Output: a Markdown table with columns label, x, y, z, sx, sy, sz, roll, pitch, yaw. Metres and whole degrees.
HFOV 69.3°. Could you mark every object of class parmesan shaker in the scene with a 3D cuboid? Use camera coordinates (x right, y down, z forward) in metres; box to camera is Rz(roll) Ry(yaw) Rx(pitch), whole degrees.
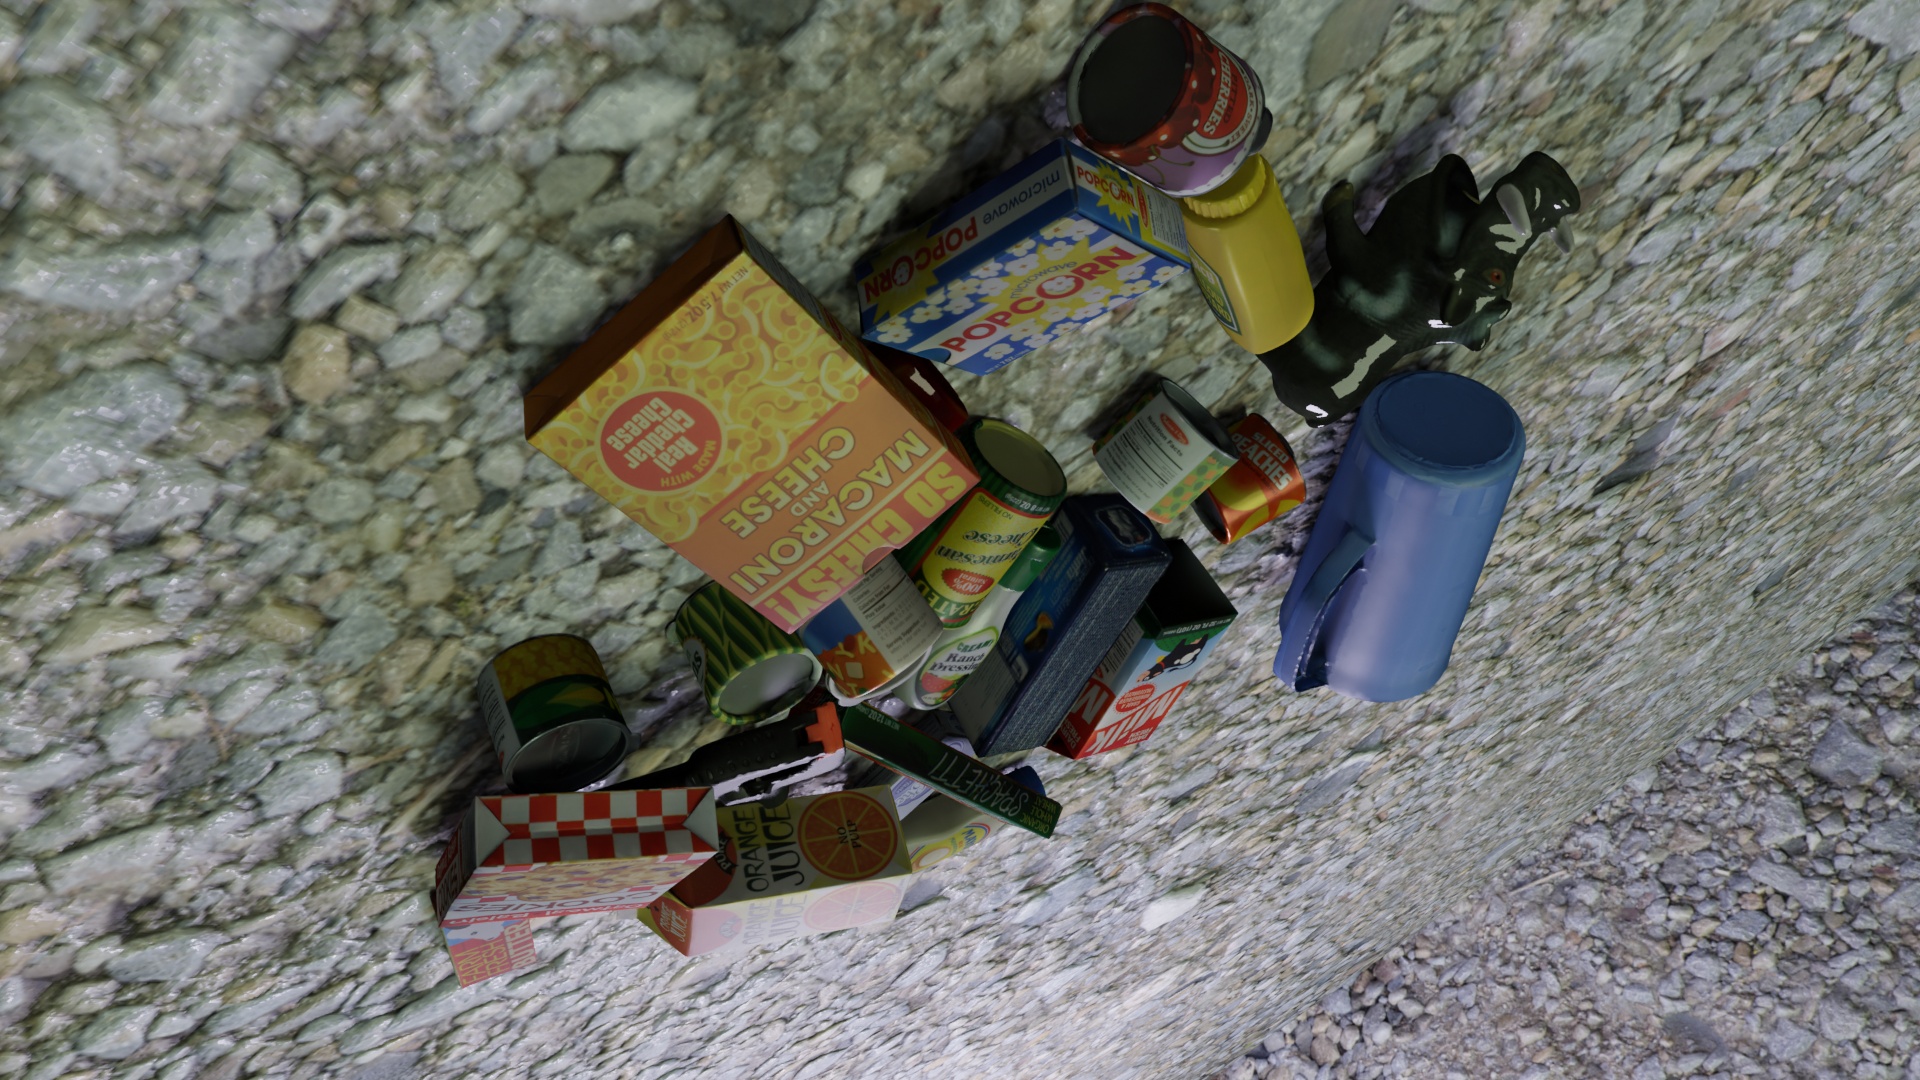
| label | x | y | z | sx | sy | sz | roll | pitch | yaw |
| --- | --- | --- | --- | --- | --- | --- | --- | --- | --- |
| parmesan shaker | 0.003 | -0.010 | 0.771 | 0.071 | 0.071 | 0.102 | 4 | 133 | -44 |

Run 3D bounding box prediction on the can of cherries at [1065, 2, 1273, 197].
| label | x | y | z | sx | sy | sz | roll | pitch | yaw |
| --- | --- | --- | --- | --- | --- | --- | --- | --- | --- |
| can of cherries | 0.090 | -0.189 | 0.597 | 0.058 | 0.072 | 0.071 | 13 | 127 | -47 |

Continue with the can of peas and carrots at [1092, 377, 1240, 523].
| label | x | y | z | sx | sy | sz | roll | pitch | yaw |
| --- | --- | --- | --- | --- | --- | --- | --- | --- | --- |
| can of peas and carrots | 0.121 | -0.052 | 0.814 | 0.058 | 0.071 | 0.071 | -45 | 146 | 20 |

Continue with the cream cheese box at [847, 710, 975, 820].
| label | x | y | z | sx | sy | sz | roll | pitch | yaw |
| --- | --- | --- | --- | --- | --- | --- | --- | --- | --- |
| cream cheese box | -0.033 | 0.166 | 1.017 | 0.103 | 0.024 | 0.053 | -45 | 146 | 19 |

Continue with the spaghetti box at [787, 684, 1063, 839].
| label | x | y | z | sx | sy | sz | roll | pitch | yaw |
| --- | --- | --- | --- | --- | --- | --- | --- | --- | --- |
| spaghetti box | -0.016 | 0.153 | 0.944 | 0.249 | 0.050 | 0.029 | 35 | 72 | -45 |

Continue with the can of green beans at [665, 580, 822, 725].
| label | x | y | z | sx | sy | sz | roll | pitch | yaw |
| --- | --- | --- | --- | --- | --- | --- | --- | --- | --- |
| can of green beans | -0.117 | 0.060 | 0.768 | 0.071 | 0.058 | 0.071 | -22 | 147 | -15 |

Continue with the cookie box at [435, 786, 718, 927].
| label | x | y | z | sx | sy | sz | roll | pitch | yaw |
| --- | --- | --- | --- | --- | --- | --- | --- | --- | --- |
| cookie box | -0.219 | 0.177 | 0.777 | 0.123 | 0.040 | 0.166 | 2 | 156 | -27 |

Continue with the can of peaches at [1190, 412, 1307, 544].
| label | x | y | z | sx | sy | sz | roll | pitch | yaw |
| --- | --- | --- | --- | --- | --- | --- | --- | --- | --- |
| can of peaches | 0.176 | -0.039 | 0.877 | 0.058 | 0.071 | 0.071 | -29 | 148 | -3 |

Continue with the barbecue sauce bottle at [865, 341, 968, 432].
| label | x | y | z | sx | sy | sz | roll | pitch | yaw |
| --- | --- | --- | --- | --- | --- | --- | --- | --- | --- |
| barbecue sauce bottle | -0.071 | -0.038 | 0.689 | 0.148 | 0.044 | 0.064 | -38 | 141 | 10 |

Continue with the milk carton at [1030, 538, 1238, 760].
| label | x | y | z | sx | sy | sz | roll | pitch | yaw |
| --- | --- | --- | --- | --- | --- | --- | --- | --- | --- |
| milk carton | 0.112 | 0.091 | 0.994 | 0.072 | 0.074 | 0.189 | -8 | 141 | -34 |

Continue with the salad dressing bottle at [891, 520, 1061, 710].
| label | x | y | z | sx | sy | sz | roll | pitch | yaw |
| --- | --- | --- | --- | --- | --- | --- | --- | --- | --- |
| salad dressing bottle | 0.007 | 0.043 | 0.866 | 0.064 | 0.044 | 0.147 | 5 | 133 | -44 |

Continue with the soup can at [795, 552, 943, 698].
| label | x | y | z | sx | sy | sz | roll | pitch | yaw |
| --- | --- | --- | --- | --- | --- | --- | --- | --- | --- |
| soup can | -0.060 | 0.032 | 0.737 | 0.071 | 0.083 | 0.071 | -35 | -172 | 6 |

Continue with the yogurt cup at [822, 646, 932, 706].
| label | x | y | z | sx | sy | sz | roll | pitch | yaw |
| --- | --- | --- | --- | --- | --- | --- | --- | --- | --- |
| yogurt cup | -0.057 | 0.052 | 0.813 | 0.072 | 0.054 | 0.072 | -22 | 147 | -16 |

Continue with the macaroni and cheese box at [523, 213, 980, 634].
| label | x | y | z | sx | sy | sz | roll | pitch | yaw |
| --- | --- | --- | --- | --- | --- | --- | --- | --- | --- |
| macaroni and cheese box | -0.089 | -0.044 | 0.622 | 0.123 | 0.040 | 0.166 | -39 | 128 | 11 |

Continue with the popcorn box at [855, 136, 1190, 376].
| label | x | y | z | sx | sy | sz | roll | pitch | yaw |
| --- | --- | --- | --- | --- | --- | --- | --- | --- | --- |
| popcorn box | 0.026 | -0.122 | 0.619 | 0.126 | 0.038 | 0.085 | -23 | 158 | 37 |

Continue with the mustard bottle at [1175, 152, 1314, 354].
| label | x | y | z | sx | sy | sz | roll | pitch | yaw |
| --- | --- | --- | --- | --- | --- | --- | --- | --- | --- |
| mustard bottle | 0.136 | -0.154 | 0.687 | 0.049 | 0.065 | 0.160 | -34 | 148 | 5 |

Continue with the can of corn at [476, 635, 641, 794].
| label | x | y | z | sx | sy | sz | roll | pitch | yaw |
| --- | --- | --- | --- | --- | --- | --- | --- | --- | --- |
| can of corn | -0.211 | 0.092 | 0.730 | 0.071 | 0.058 | 0.070 | -22 | 146 | -16 |

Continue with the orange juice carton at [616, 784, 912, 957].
| label | x | y | z | sx | sy | sz | roll | pitch | yaw |
| --- | --- | --- | --- | --- | --- | --- | --- | --- | --- |
| orange juice carton | -0.137 | 0.227 | 0.949 | 0.193 | 0.073 | 0.071 | -5 | 140 | -20 |

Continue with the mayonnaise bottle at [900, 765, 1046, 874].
| label | x | y | z | sx | sy | sz | roll | pitch | yaw |
| --- | --- | --- | --- | --- | --- | --- | --- | --- | --- |
| mayonnaise bottle | -0.004 | 0.224 | 1.104 | 0.148 | 0.041 | 0.064 | -21 | 145 | -16 |

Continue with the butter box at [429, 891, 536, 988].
| label | x | y | z | sx | sy | sz | roll | pitch | yaw |
| --- | --- | --- | --- | --- | --- | --- | --- | --- | --- |
| butter box | -0.306 | 0.250 | 0.897 | 0.053 | 0.024 | 0.103 | -17 | 144 | -23 |
